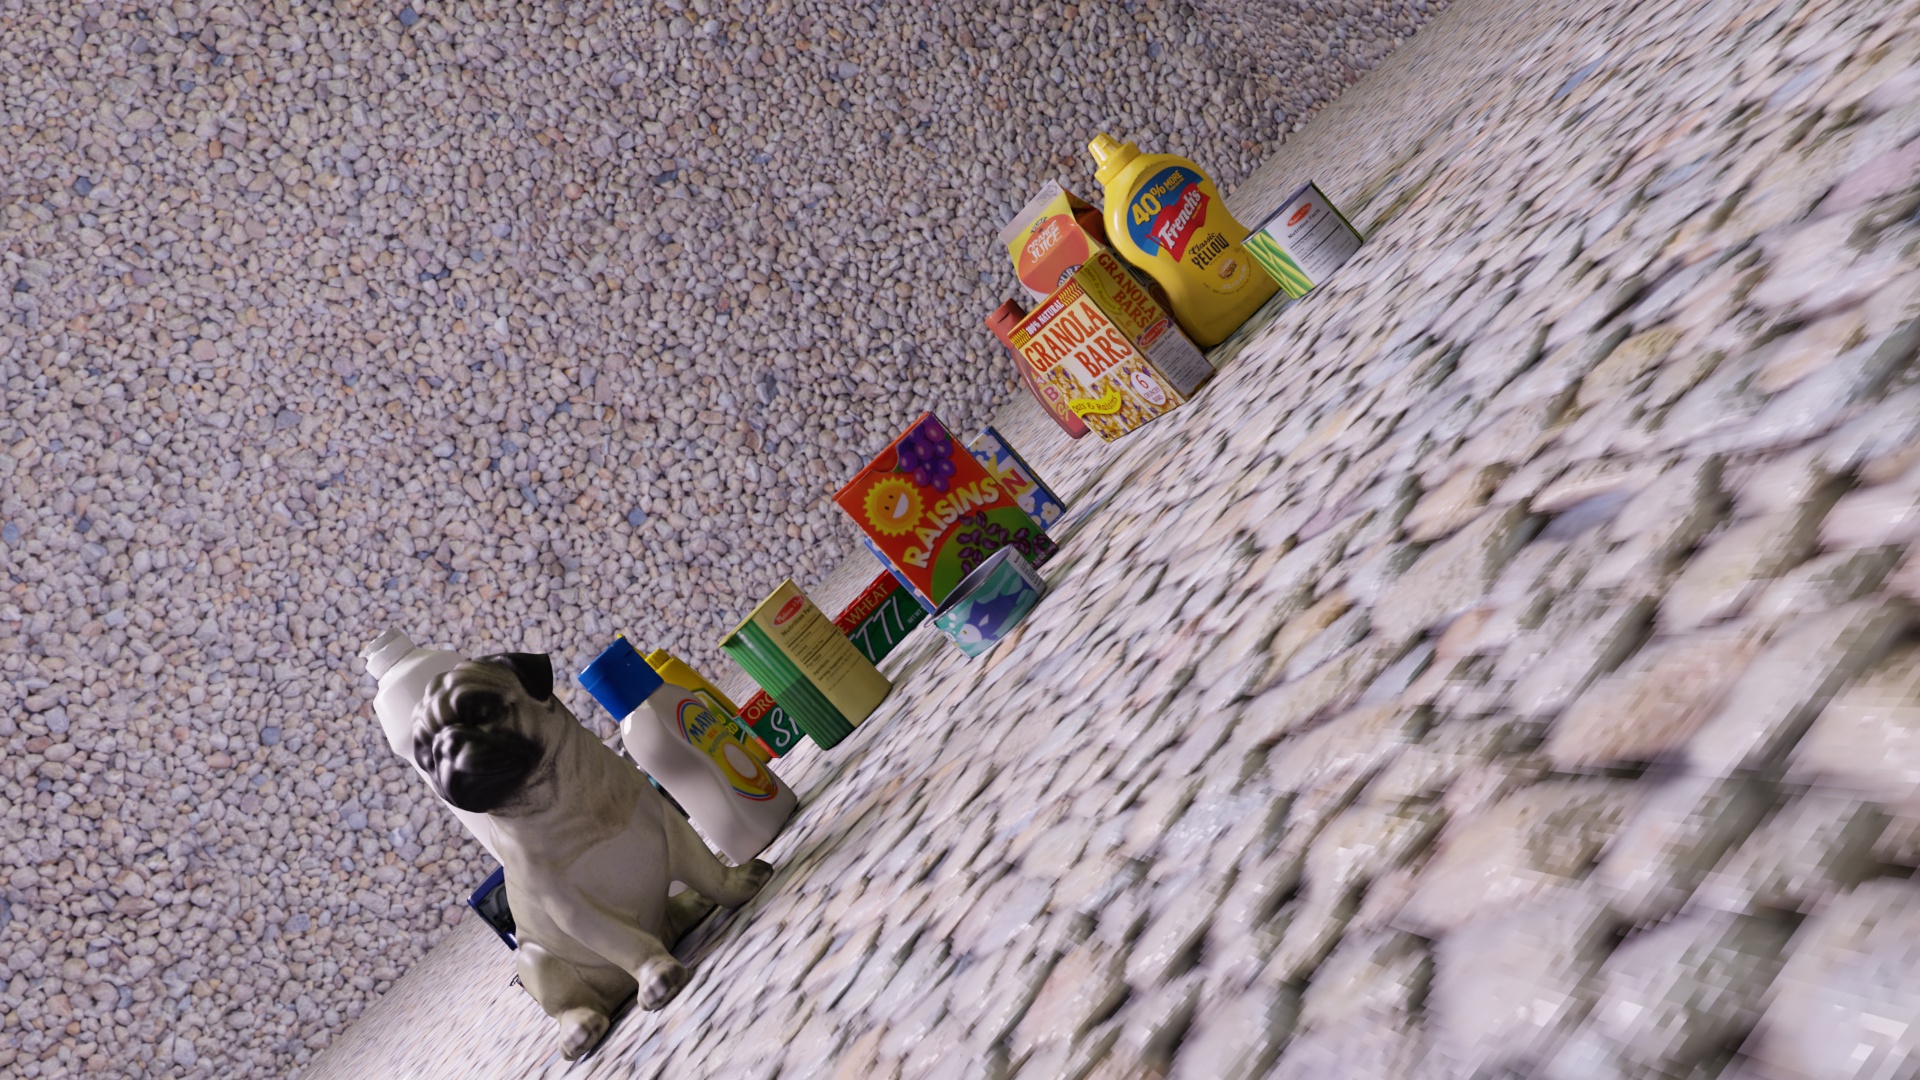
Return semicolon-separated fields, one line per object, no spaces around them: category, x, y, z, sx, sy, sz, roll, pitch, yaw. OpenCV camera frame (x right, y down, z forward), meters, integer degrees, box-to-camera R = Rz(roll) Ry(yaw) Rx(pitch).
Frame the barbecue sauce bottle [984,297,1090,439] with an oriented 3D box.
barbecue sauce bottle;0.086;-0.172;1.363;0.065;0.148;0.044;-42;5;11

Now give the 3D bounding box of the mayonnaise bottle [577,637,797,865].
mayonnaise bottle;-0.164;0.122;0.827;0.041;0.148;0.065;-41;5;19

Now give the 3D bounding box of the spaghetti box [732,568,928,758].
spaghetti box;-0.077;0.074;1.132;0.251;0.050;0.028;-44;5;-15

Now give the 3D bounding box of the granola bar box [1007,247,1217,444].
granola bar box;0.111;-0.145;1.074;0.039;0.124;0.165;-44;5;-16

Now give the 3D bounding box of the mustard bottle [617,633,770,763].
mustard bottle;-0.228;0.137;1.140;0.065;0.160;0.048;-45;5;-22

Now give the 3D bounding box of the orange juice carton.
orange juice carton;0.119;-0.211;1.176;0.071;0.192;0.073;-40;5;29

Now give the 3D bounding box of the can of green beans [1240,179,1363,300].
can of green beans;0.246;-0.216;1.000;0.071;0.058;0.071;-43;5;4

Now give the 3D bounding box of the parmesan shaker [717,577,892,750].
parmesan shaker;-0.107;0.087;0.945;0.071;0.103;0.071;-43;5;4

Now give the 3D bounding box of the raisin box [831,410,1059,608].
raisin box;-0.010;-0.012;0.899;0.086;0.123;0.040;-43;5;2

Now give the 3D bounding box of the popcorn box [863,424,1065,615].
popcorn box;0.004;-0.013;1.026;0.126;0.085;0.038;-42;5;6

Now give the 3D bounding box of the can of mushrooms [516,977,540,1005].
can of mushrooms;-0.255;0.276;0.908;0.071;0.033;0.071;-42;5;4

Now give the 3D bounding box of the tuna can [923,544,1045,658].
tuna can;0.014;0.038;0.814;0.071;0.033;0.071;-42;5;4
